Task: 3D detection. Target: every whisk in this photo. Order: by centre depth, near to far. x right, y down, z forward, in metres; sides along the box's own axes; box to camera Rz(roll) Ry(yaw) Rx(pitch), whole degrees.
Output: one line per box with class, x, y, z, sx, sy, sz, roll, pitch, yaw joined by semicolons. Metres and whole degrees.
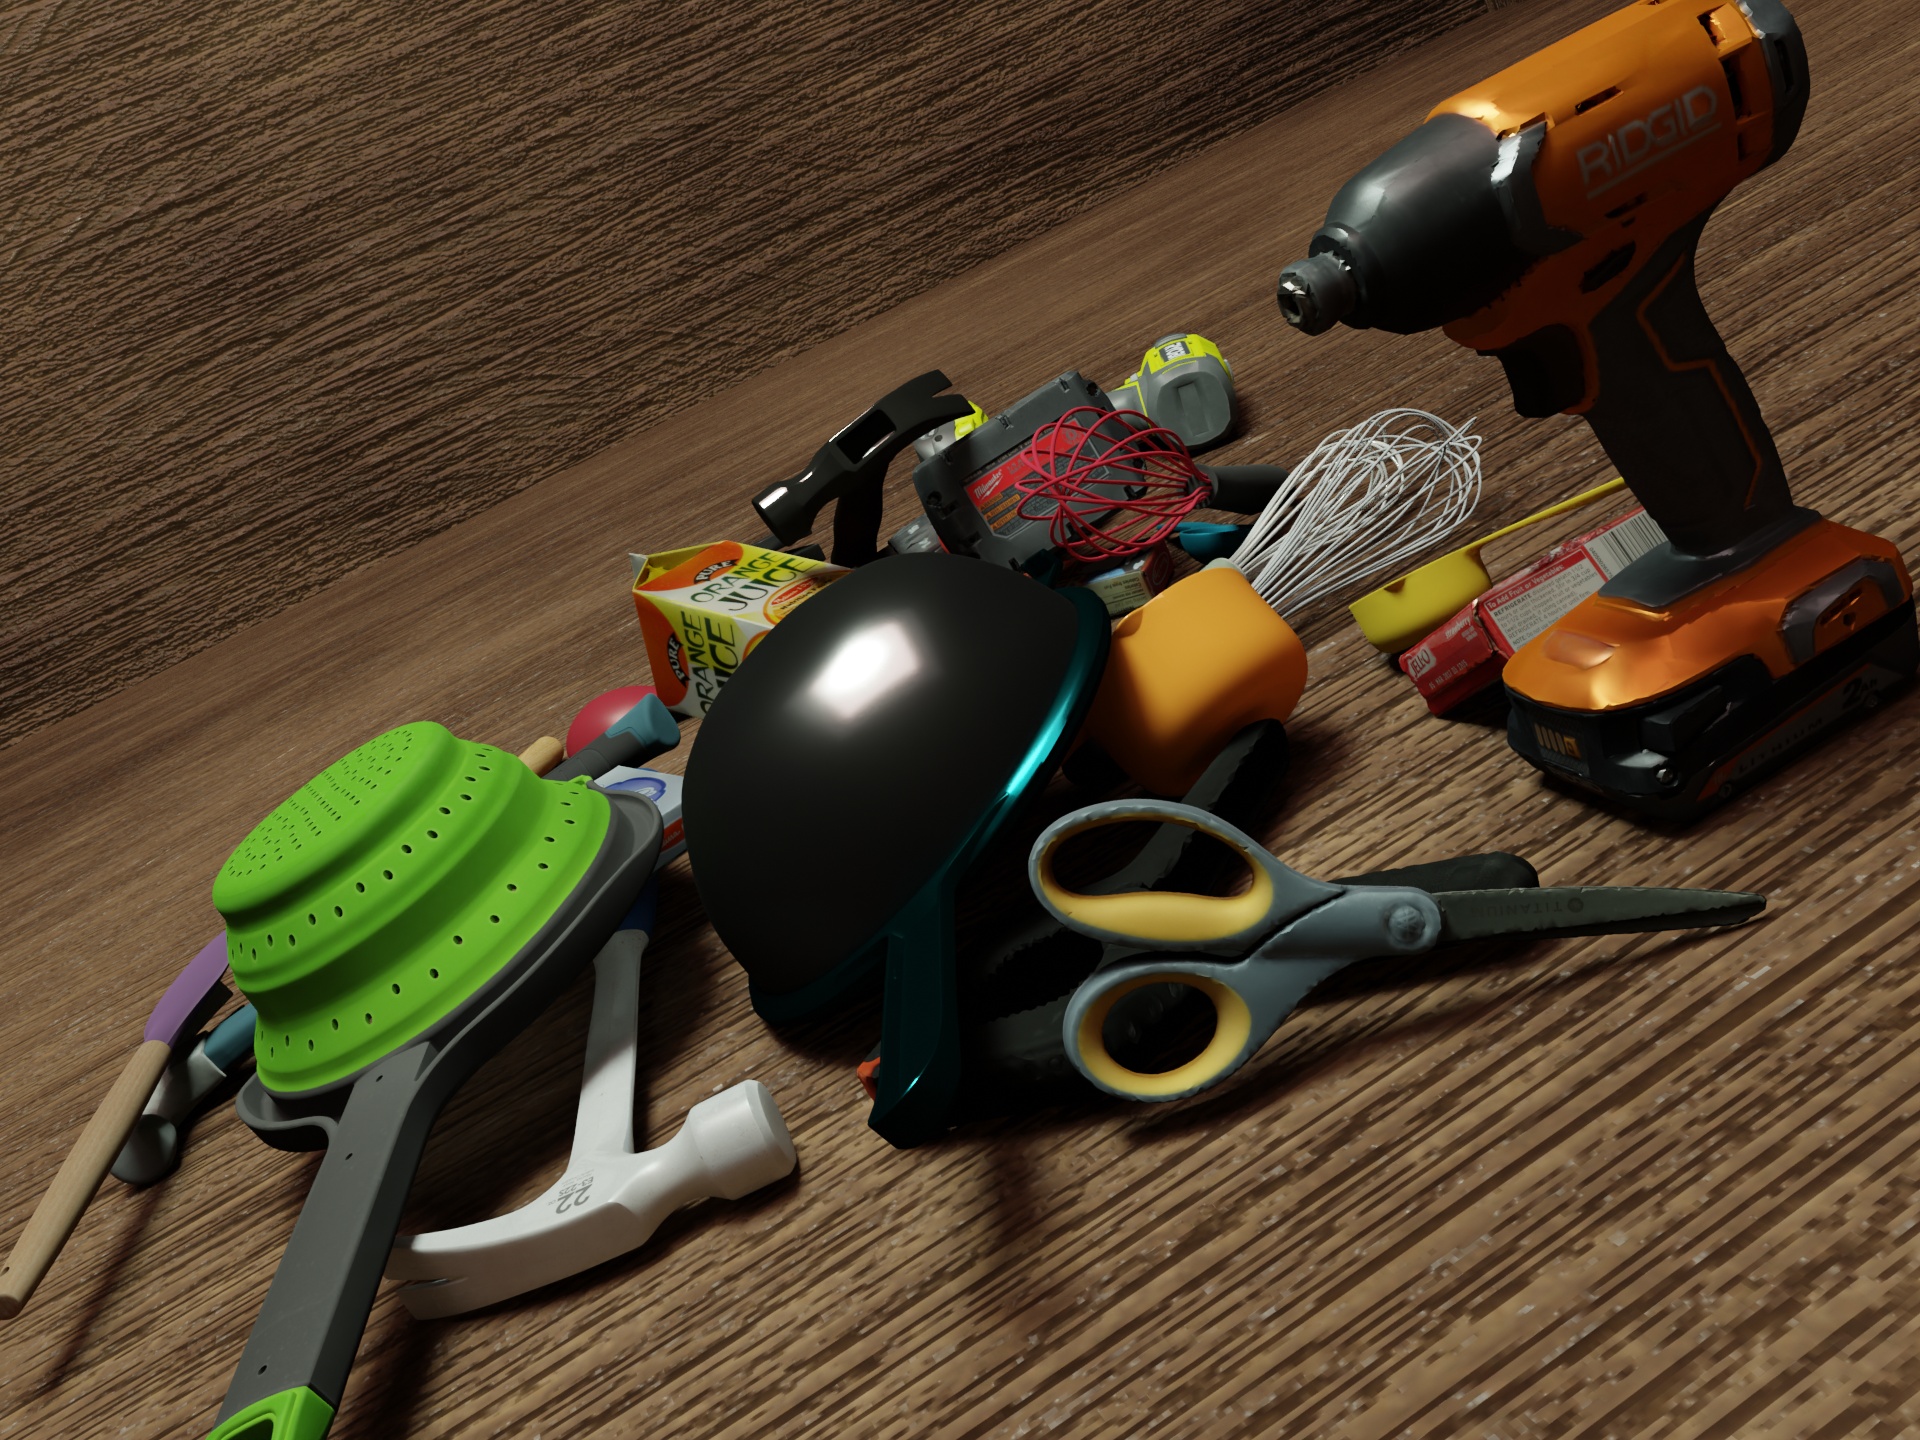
whisk;0.147;-0.059;0.736;0.284;0.070;0.070;-39;24;-22
whisk;0.140;-0.076;0.795;0.246;0.059;0.058;-40;52;-25
whisk;0.111;-0.118;0.801;0.073;0.073;0.295;-12;0;32
whisk;-0.307;0.066;0.966;0.047;0.051;0.245;-23;16;22

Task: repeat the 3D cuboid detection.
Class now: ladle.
ladle;-0.129;-0.028;1.016;0.315;0.031;0.069;-14;24;24

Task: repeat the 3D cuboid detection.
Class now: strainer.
strainer;-0.043;0.027;0.558;0.211;0.095;0.340;-48;13;13

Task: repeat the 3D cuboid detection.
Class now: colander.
colander;-0.224;0.101;0.577;0.204;0.094;0.397;-30;24;9

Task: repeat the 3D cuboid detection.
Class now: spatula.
spatula;-0.380;0.168;0.732;0.060;0.018;0.316;-38;21;3

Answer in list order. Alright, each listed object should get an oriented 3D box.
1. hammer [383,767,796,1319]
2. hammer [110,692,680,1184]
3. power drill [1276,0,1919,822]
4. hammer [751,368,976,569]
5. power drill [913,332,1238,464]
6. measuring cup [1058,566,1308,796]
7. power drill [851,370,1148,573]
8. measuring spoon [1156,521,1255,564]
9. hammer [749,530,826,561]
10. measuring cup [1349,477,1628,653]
hammer;-0.155;0.106;0.695;0.144;0.035;0.406;-25;20;-1
hammer;-0.281;0.096;0.811;0.331;0.033;0.128;-38;21;-10
power drill;0.195;-0.086;0.488;0.164;0.226;0.084;-29;20;-10
hammer;-0.059;-0.129;0.954;0.130;0.031;0.331;-40;0;-6
power drill;0.089;-0.224;1.179;0.228;0.080;0.191;-18;21;11
measuring cup;0.065;0.019;0.632;0.173;0.052;0.095;-46;-25;7
power drill;0.010;-0.119;0.956;0.188;0.080;0.227;-33;4;-4
measuring spoon;0.135;-0.101;0.910;0.042;0.021;0.129;-7;10;-7
hammer;-0.125;-0.036;0.962;0.127;0.034;0.337;-26;27;0
measuring cup;0.233;-0.068;0.641;0.156;0.029;0.062;-26;-4;31
